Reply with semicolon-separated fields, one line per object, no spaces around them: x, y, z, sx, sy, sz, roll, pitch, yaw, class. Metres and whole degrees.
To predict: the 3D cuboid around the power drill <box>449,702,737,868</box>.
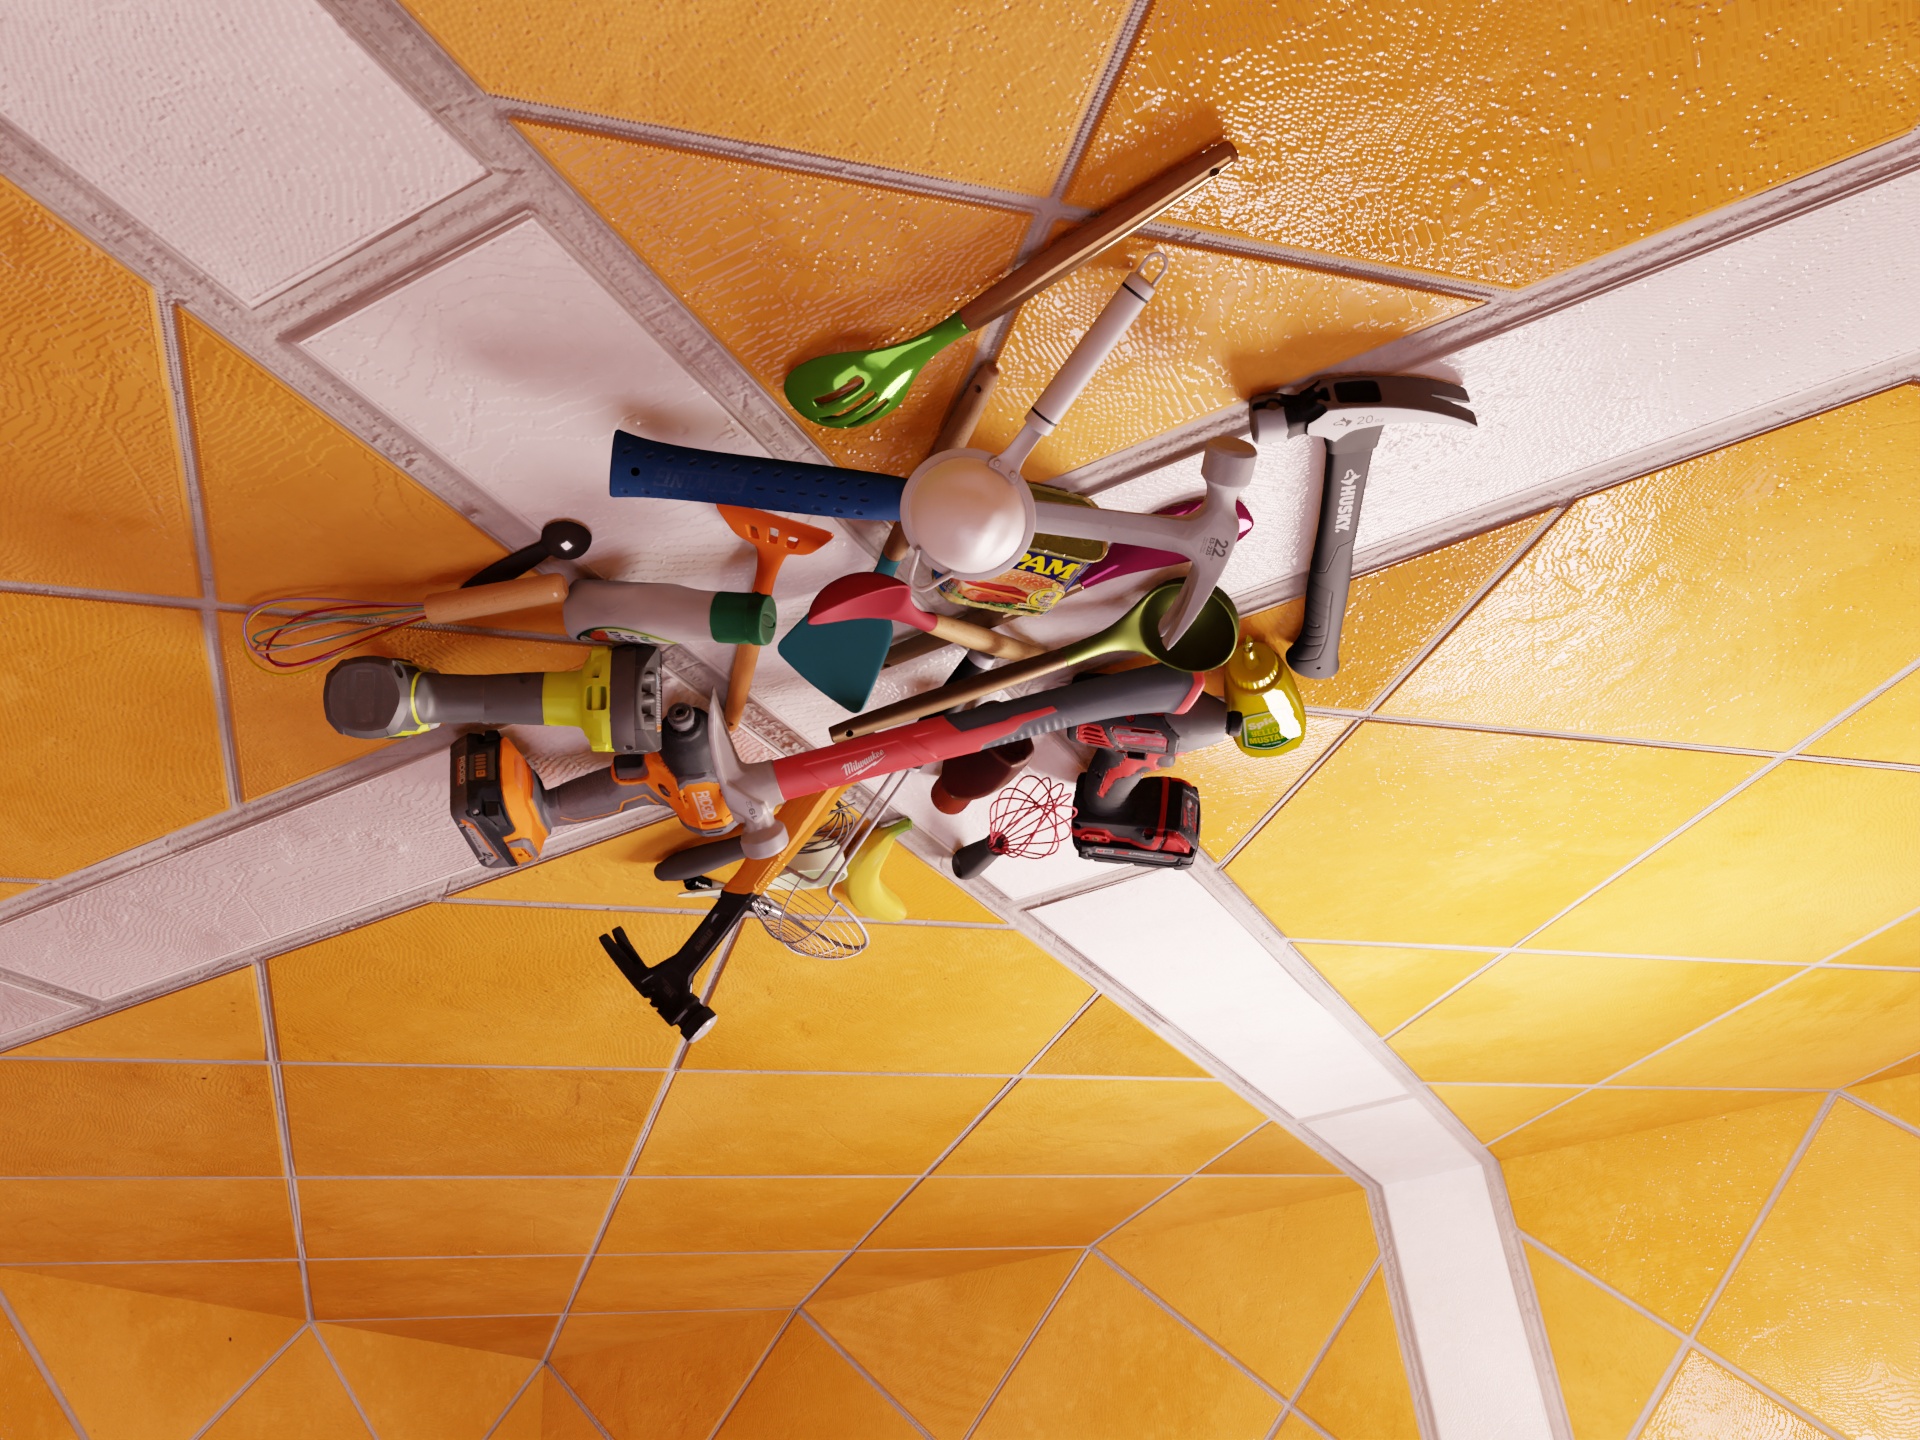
-0.299;0.047;1.316;0.226;0.084;0.164;-8;149;-4;power drill

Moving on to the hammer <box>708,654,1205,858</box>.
-0.002;-0.004;1.244;0.386;0.038;0.143;-15;113;0;hammer

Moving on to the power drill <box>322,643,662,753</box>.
-0.335;-0.016;1.175;0.223;0.080;0.171;0;180;-8;power drill

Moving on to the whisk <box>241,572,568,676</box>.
-0.395;-0.071;1.128;0.245;0.047;0.051;-9;156;7;whisk

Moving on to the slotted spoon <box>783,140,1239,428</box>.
0.023;-0.249;0.934;0.314;0.031;0.070;-26;147;27;slotted spoon

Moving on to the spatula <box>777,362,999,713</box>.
-0.043;-0.126;1.104;0.082;0.044;0.317;39;139;5;spatula

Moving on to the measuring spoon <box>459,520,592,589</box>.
-0.309;-0.106;1.119;0.124;0.018;0.034;-23;145;27;measuring spoon

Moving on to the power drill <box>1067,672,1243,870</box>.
0.162;0.041;1.368;0.143;0.079;0.219;5;146;7;power drill

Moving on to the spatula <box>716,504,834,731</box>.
-0.155;-0.070;1.183;0.081;0.041;0.322;16;147;-6;spatula

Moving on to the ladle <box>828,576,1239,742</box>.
0.056;-0.035;1.194;0.320;0.062;0.078;-19;118;-6;ladle

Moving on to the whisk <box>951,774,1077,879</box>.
0.039;0.108;1.447;0.073;0.073;0.295;4;163;-15;whisk

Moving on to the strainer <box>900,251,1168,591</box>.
0.042;-0.176;0.967;0.087;0.050;0.258;36;107;-6;strainer

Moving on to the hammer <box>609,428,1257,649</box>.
-0.019;-0.134;1.025;0.405;0.035;0.144;6;118;-9;hammer

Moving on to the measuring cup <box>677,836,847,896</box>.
-0.191;0.141;1.518;0.167;0.038;0.083;-9;162;9;measuring cup

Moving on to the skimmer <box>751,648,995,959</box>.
-0.069;0.069;1.359;0.127;0.090;0.363;35;115;1;skimmer

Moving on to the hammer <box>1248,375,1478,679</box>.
0.280;-0.129;1.165;0.146;0.035;0.334;-7;149;3;hammer

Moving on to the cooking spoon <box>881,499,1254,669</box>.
0.068;-0.096;1.198;0.319;0.017;0.068;-20;145;22;cooking spoon

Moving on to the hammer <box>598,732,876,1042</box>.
-0.178;0.124;1.351;0.336;0.127;0.034;-50;169;23;hammer

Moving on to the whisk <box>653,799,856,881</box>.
-0.194;0.113;1.476;0.239;0.055;0.055;-19;147;29;whisk

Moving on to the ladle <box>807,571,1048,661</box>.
-0.008;-0.066;1.152;0.069;0.031;0.315;-21;163;27;ladle
